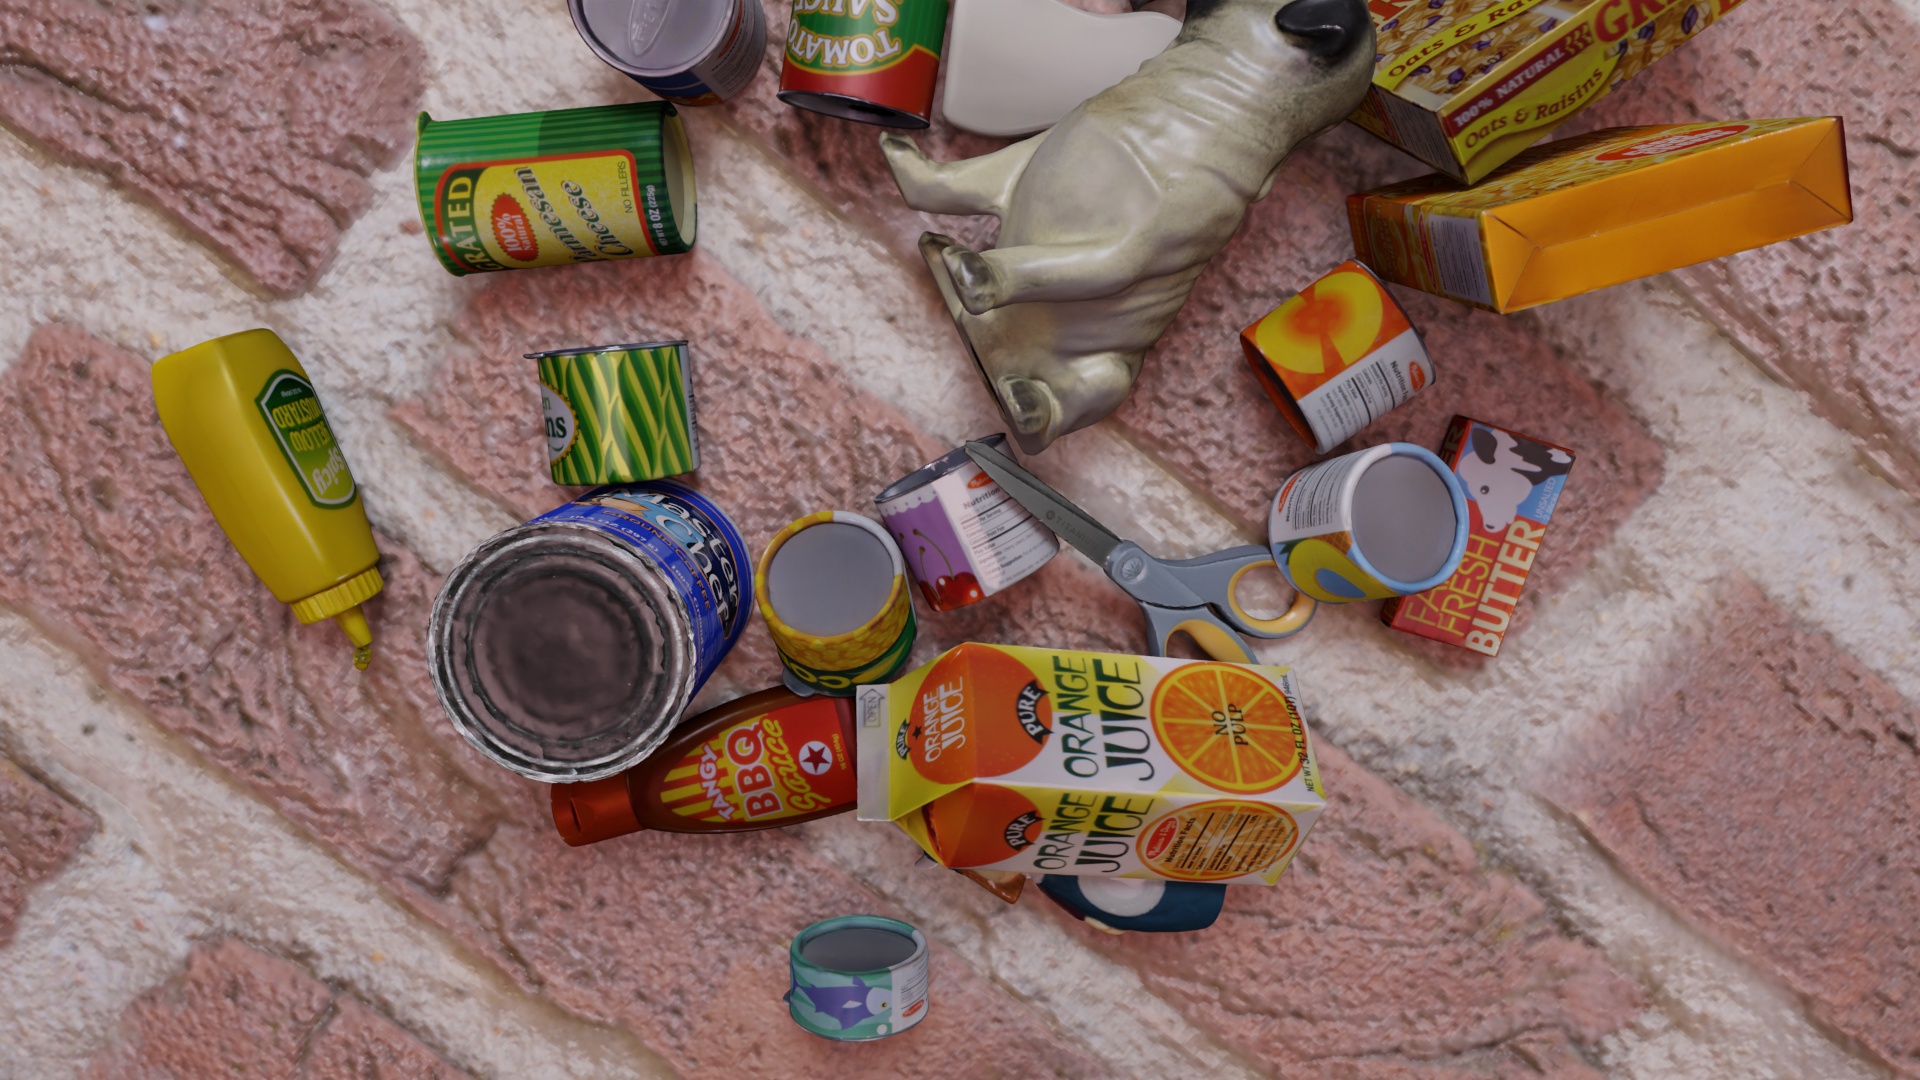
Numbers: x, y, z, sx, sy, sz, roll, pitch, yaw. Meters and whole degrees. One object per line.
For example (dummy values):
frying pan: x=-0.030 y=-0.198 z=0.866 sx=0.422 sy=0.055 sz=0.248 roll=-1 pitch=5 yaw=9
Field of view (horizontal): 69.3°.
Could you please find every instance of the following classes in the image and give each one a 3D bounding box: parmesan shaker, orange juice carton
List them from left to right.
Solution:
parmesan shaker: x=-0.172 y=-0.154 z=0.597 sx=0.103 sy=0.071 sz=0.071 roll=-5 pitch=99 yaw=2
orange juice carton: x=0.051 y=0.097 z=0.601 sx=0.193 sy=0.072 sz=0.072 roll=5 pitch=136 yaw=-9

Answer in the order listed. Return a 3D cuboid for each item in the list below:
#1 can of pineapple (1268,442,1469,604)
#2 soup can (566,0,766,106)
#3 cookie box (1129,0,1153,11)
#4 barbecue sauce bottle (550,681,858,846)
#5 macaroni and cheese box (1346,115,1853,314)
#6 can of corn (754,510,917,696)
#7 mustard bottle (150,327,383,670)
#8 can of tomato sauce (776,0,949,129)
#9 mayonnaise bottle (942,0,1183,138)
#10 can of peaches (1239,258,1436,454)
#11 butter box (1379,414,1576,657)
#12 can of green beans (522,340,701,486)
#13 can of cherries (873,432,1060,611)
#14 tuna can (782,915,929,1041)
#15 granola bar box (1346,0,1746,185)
can of pineapple: x=0.181 y=-0.006 z=0.612 sx=0.071 sy=0.057 sz=0.071 roll=2 pitch=83 yaw=-20
soup can: x=-0.122 y=-0.221 z=0.579 sx=0.071 sy=0.084 sz=0.071 roll=0 pitch=99 yaw=1
cookie box: x=0.104 y=-0.329 z=0.582 sx=0.123 sy=0.040 sz=0.167 roll=-20 pitch=99 yaw=4
barbecue sauce bottle: x=-0.115 y=0.109 z=0.651 sx=0.148 sy=0.044 sz=0.064 roll=-14 pitch=97 yaw=3
macaroni and cheese box: x=0.237 y=-0.130 z=0.547 sx=0.124 sy=0.167 sz=0.040 roll=-14 pitch=105 yaw=3
can of corn: x=-0.056 y=0.030 z=0.615 sx=0.071 sy=0.058 sz=0.071 roll=-1 pitch=62 yaw=3
mustard bottle: x=-0.300 y=-0.015 z=0.626 sx=0.049 sy=0.065 sz=0.160 roll=-20 pitch=104 yaw=9
can of tomato sauce: x=-0.039 y=-0.222 z=0.585 sx=0.071 sy=0.071 sz=0.083 roll=10 pitch=99 yaw=-1
mayonnaise bottle: x=0.068 y=-0.201 z=0.603 sx=0.148 sy=0.041 sz=0.064 roll=7 pitch=106 yaw=-2
can of peaches: x=0.163 y=-0.081 z=0.609 sx=0.058 sy=0.071 sz=0.071 roll=-34 pitch=97 yaw=6
butter box: x=0.237 y=-0.001 z=0.640 sx=0.053 sy=0.024 sz=0.103 roll=18 pitch=99 yaw=-3
can of green beans: x=-0.151 y=-0.057 z=0.614 sx=0.071 sy=0.071 sz=0.057 roll=-4 pitch=100 yaw=1
can of cherries: x=0.002 y=-0.008 z=0.623 sx=0.071 sy=0.071 sz=0.058 roll=-27 pitch=99 yaw=5
tuna can: x=-0.050 y=0.205 z=0.655 sx=0.071 sy=0.071 sz=0.032 roll=0 pitch=99 yaw=1
granola bar box: x=0.235 y=-0.220 z=0.555 sx=0.165 sy=0.125 sz=0.039 roll=-34 pitch=124 yaw=6
